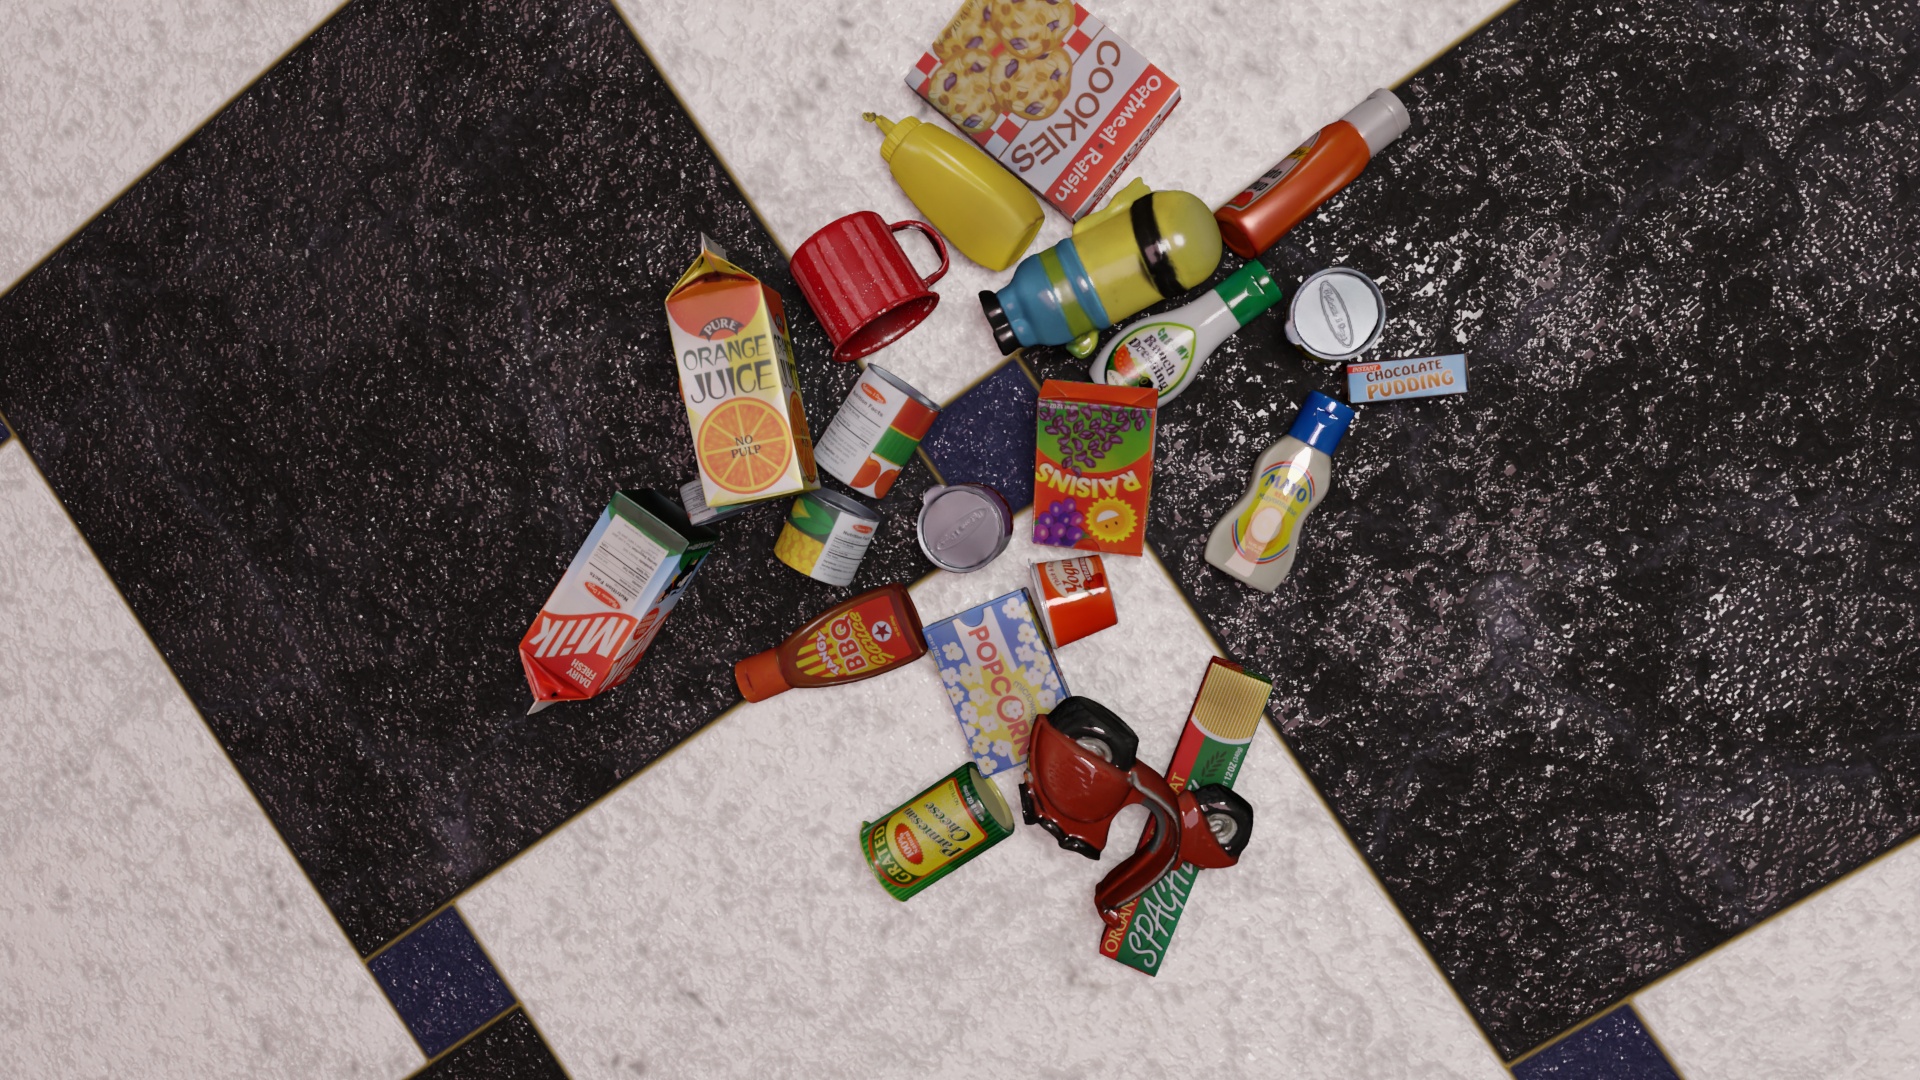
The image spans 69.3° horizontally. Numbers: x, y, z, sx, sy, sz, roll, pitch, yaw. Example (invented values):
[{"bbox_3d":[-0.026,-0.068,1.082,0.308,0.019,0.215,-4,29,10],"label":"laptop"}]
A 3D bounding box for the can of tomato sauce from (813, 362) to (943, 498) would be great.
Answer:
[{"bbox_3d":[-0.063,-0.083,1.062,0.071,0.071,0.083,35,100,5],"label":"can of tomato sauce"}]

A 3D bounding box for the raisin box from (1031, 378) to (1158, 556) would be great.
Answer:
[{"bbox_3d":[0.099,-0.053,1.026,0.086,0.040,0.122,6,121,8],"label":"raisin box"}]

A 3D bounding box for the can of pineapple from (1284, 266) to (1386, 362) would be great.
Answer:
[{"bbox_3d":[0.268,-0.162,1.004,0.071,0.058,0.071,1,94,9],"label":"can of pineapple"}]

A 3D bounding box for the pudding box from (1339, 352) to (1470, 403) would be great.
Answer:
[{"bbox_3d":[0.320,-0.117,1.003,0.084,0.050,0.030,-4,96,10],"label":"pudding box"}]

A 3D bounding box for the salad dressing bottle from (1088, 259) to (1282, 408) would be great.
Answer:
[{"bbox_3d":[0.167,-0.151,1.028,0.147,0.044,0.064,-36,90,10],"label":"salad dressing bottle"}]

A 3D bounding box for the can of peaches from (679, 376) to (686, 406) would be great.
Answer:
[{"bbox_3d":[-0.179,-0.120,1.080,0.071,0.058,0.071,1,94,9],"label":"can of peaches"}]

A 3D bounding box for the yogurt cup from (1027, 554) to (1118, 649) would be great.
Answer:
[{"bbox_3d":[0.086,0.043,1.047,0.054,0.072,0.072,-15,92,2],"label":"yogurt cup"}]

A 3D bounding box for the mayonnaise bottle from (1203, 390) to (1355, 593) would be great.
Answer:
[{"bbox_3d":[0.239,-0.038,1.026,0.065,0.041,0.148,28,99,8],"label":"mayonnaise bottle"}]

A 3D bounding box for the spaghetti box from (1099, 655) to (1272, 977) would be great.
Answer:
[{"bbox_3d":[0.171,0.213,1.063,0.050,0.029,0.249,21,97,8],"label":"spaghetti box"}]

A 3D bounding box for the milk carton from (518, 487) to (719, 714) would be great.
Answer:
[{"bbox_3d":[-0.281,0.056,1.104,0.073,0.072,0.190,35,98,5],"label":"milk carton"}]

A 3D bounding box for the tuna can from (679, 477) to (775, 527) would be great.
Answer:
[{"bbox_3d":[-0.181,-0.037,1.084,0.071,0.071,0.033,-19,91,10],"label":"tuna can"}]

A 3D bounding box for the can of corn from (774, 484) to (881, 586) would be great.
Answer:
[{"bbox_3d":[-0.105,-0.006,1.074,0.071,0.071,0.058,27,99,6],"label":"can of corn"}]

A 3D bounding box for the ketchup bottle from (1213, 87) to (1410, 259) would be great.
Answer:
[{"bbox_3d":[0.254,-0.264,0.999,0.149,0.065,0.043,-38,104,1],"label":"ketchup bottle"}]

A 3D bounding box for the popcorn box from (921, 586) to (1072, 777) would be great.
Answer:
[{"bbox_3d":[0.034,0.109,1.073,0.085,0.038,0.126,-22,91,11],"label":"popcorn box"}]

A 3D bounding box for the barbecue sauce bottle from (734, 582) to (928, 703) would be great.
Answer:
[{"bbox_3d":[-0.103,0.086,1.091,0.148,0.044,0.065,-22,92,11],"label":"barbecue sauce bottle"}]

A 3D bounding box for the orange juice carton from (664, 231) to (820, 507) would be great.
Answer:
[{"bbox_3d":[-0.161,-0.124,1.009,0.073,0.072,0.192,-11,91,5],"label":"orange juice carton"}]

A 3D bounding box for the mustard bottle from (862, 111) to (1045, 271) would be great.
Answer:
[{"bbox_3d":[-0.011,-0.273,1.040,0.160,0.049,0.065,43,132,6],"label":"mustard bottle"}]

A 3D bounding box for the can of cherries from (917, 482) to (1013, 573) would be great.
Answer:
[{"bbox_3d":[0.004,-0.013,1.058,0.071,0.058,0.071,1,95,10],"label":"can of cherries"}]

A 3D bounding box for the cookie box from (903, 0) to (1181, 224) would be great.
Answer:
[{"bbox_3d":[0.062,-0.335,1.034,0.167,0.040,0.122,41,100,5],"label":"cookie box"}]

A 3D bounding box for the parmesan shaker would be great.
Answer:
[{"bbox_3d":[-0.019,0.223,1.077,0.103,0.071,0.071,-34,89,10],"label":"parmesan shaker"}]
